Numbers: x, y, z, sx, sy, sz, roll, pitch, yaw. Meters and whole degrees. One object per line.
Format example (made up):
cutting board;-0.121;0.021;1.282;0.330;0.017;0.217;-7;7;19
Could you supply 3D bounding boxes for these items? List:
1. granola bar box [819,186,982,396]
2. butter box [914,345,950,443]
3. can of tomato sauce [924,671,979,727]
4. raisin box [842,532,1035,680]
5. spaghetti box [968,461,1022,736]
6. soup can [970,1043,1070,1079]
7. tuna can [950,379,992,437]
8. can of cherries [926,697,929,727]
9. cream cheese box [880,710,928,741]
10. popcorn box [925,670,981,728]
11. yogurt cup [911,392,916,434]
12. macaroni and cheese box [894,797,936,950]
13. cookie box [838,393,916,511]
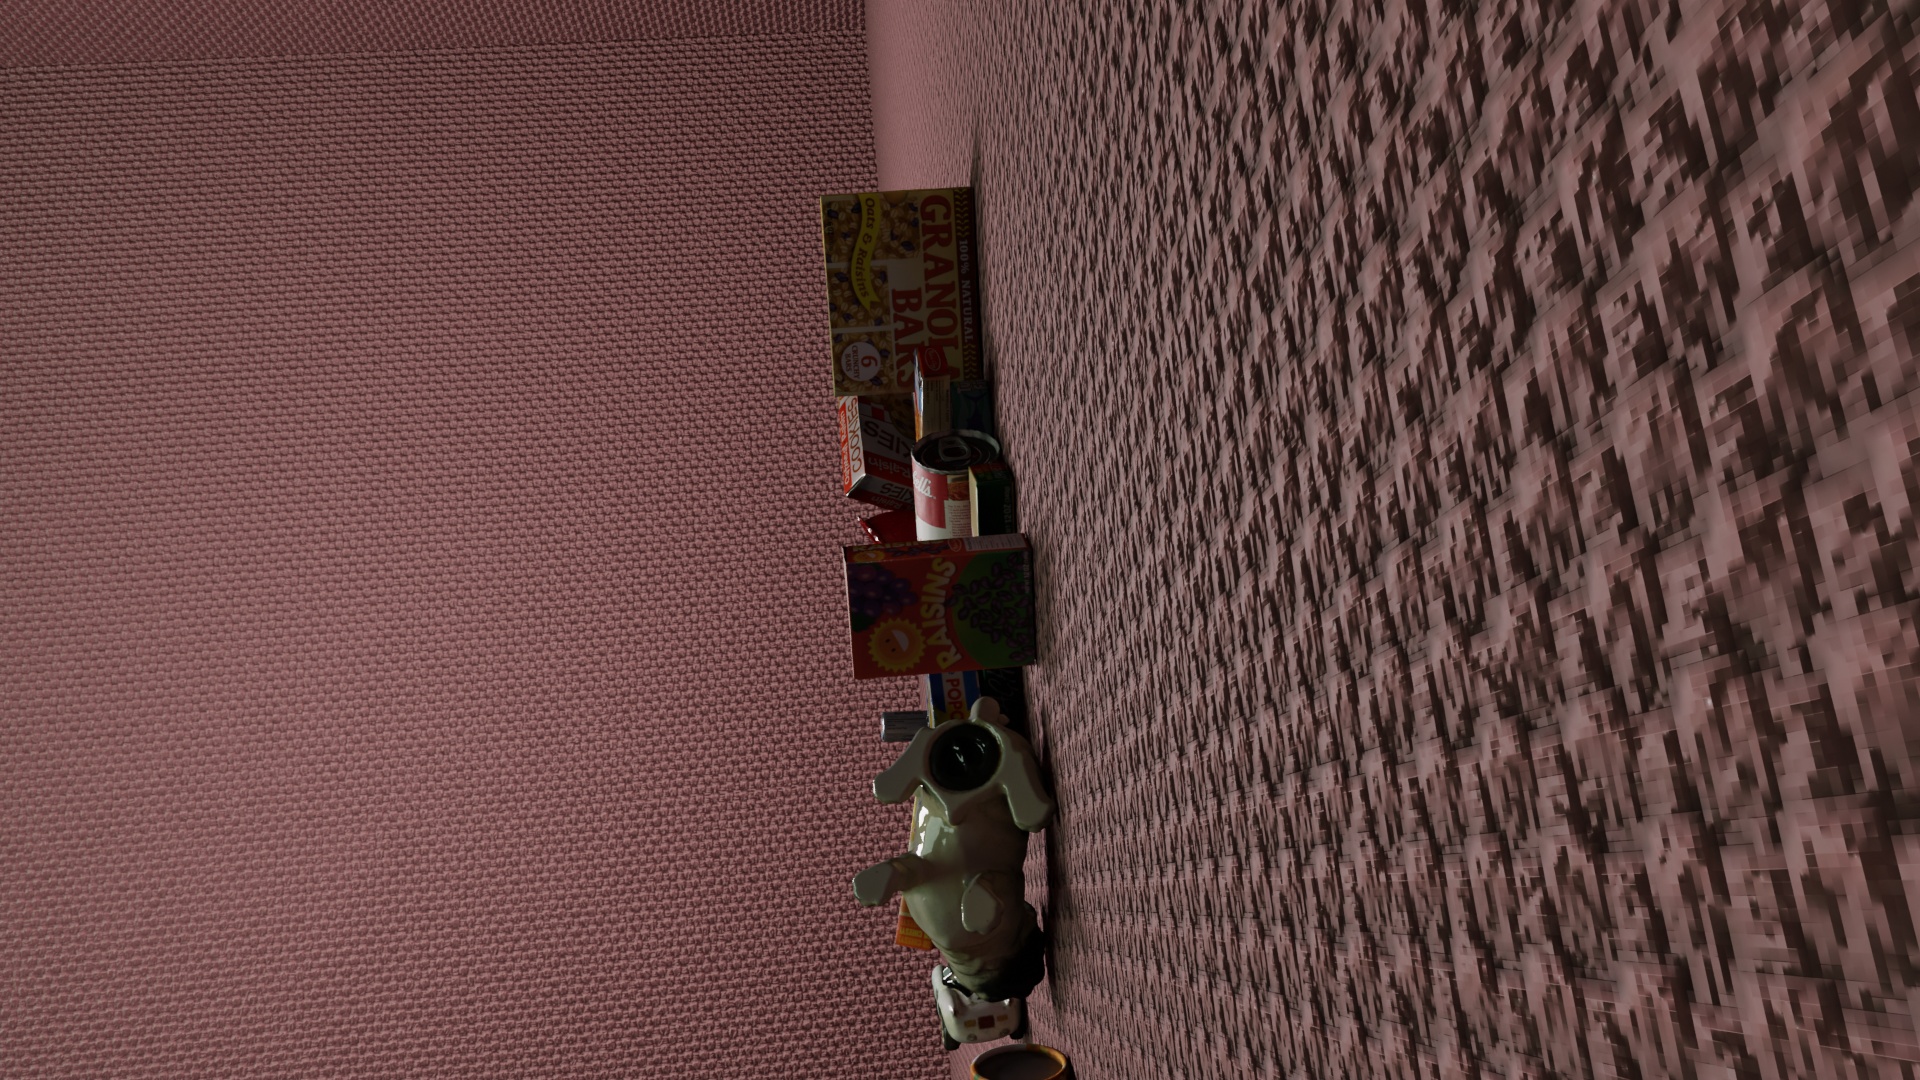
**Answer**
granola bar box;-0.048;-0.205;1.146;0.039;0.124;0.165;-114;20;-77
butter box;-0.022;-0.098;1.106;0.053;0.024;0.103;-102;10;-55
can of tomato sauce;0.002;0.118;1.156;0.070;0.071;0.083;91;174;-51
raisin box;-0.014;0.043;0.931;0.040;0.123;0.085;-109;15;-72
spaghetti box;0.028;0.068;1.036;0.050;0.029;0.249;-109;15;-72
soup can;0.043;0.382;0.903;0.071;0.071;0.083;-147;53;-85
tuna can;0.006;-0.100;1.127;0.071;0.033;0.071;180;85;-86
can of cherries;-0.002;0.173;1.345;0.071;0.058;0.071;-179;84;-87
cream cheese box;-0.029;0.189;1.418;0.053;0.104;0.024;103;165;-73
popcorn box;-0.004;0.135;1.045;0.084;0.038;0.127;92;172;-54
yogurt cup;-0.017;-0.126;1.277;0.072;0.054;0.072;180;85;-86
macaroni and cheese box;-0.016;0.296;1.323;0.123;0.040;0.166;28;-111;-73
cookie box;-0.052;-0.099;1.315;0.040;0.123;0.168;-46;39;41
